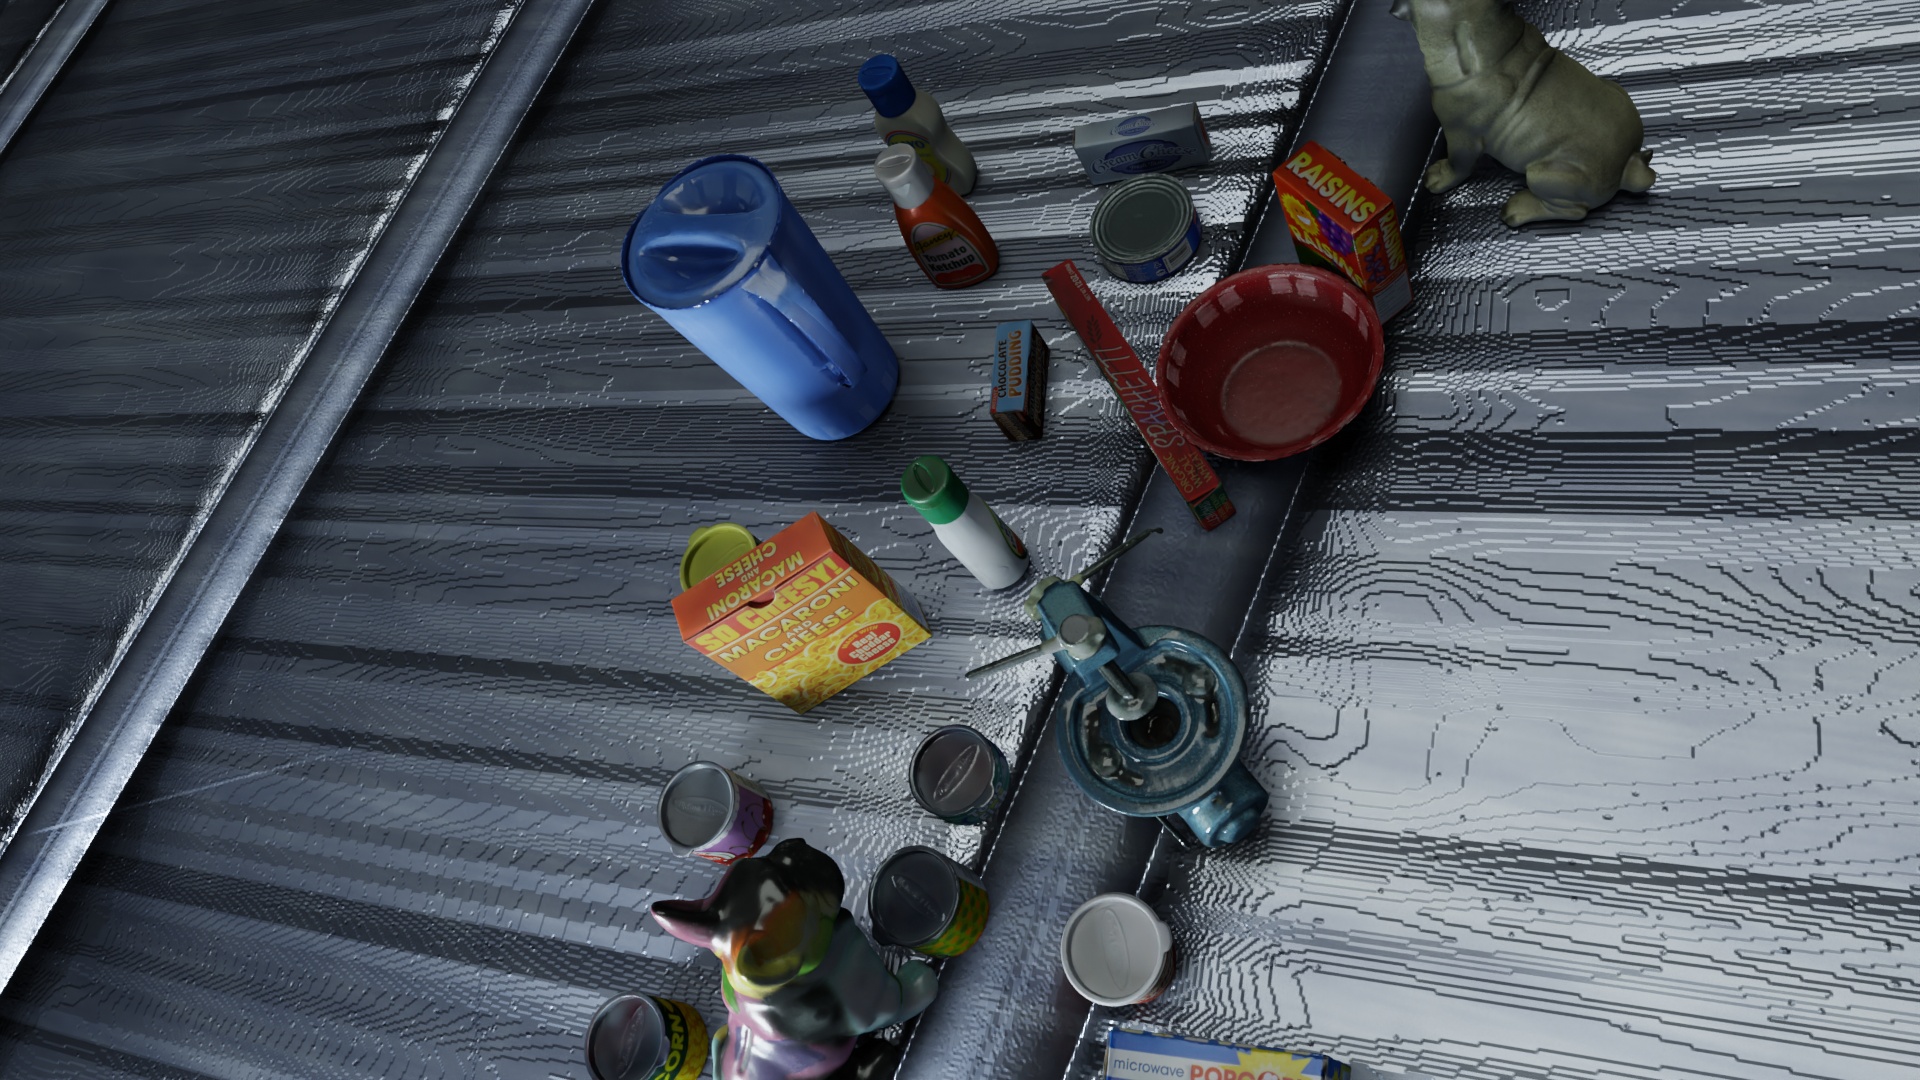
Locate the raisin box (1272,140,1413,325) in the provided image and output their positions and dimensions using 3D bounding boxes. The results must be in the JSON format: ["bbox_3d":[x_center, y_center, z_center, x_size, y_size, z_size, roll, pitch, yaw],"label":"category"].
[{"bbox_3d":[0.274,-0.216,0.988,0.040,0.123,0.086,-40,57,3],"label":"raisin box"}]

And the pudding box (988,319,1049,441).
[{"bbox_3d":[0.046,-0.126,1.092,0.030,0.049,0.084,-4,65,23],"label":"pudding box"}]

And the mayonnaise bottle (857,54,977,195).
[{"bbox_3d":[-0.040,-0.349,1.181,0.065,0.147,0.041,5,69,27],"label":"mayonnaise bottle"}]

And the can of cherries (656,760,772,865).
[{"bbox_3d":[-0.183,0.205,1.031,0.071,0.058,0.072,-10,63,20],"label":"can of cherries"}]

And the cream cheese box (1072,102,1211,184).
[{"bbox_3d":[0.149,-0.324,1.139,0.104,0.053,0.024,-5,65,22],"label":"cream cheese box"}]

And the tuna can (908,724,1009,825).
[{"bbox_3d":[0.001,0.167,0.981,0.071,0.032,0.071,-10,62,20],"label":"tuna can"}]

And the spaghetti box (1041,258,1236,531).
[{"bbox_3d":[0.131,-0.114,1.047,0.028,0.050,0.251,-32,57,8],"label":"spaghetti box"}]

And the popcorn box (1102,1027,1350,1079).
[{"bbox_3d":[0.156,0.313,0.808,0.126,0.085,0.038,-1,66,24],"label":"popcorn box"}]

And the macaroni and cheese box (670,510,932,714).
[{"bbox_3d":[-0.110,0.057,1.005,0.123,0.166,0.040,-32,57,8],"label":"macaroni and cheese box"}]

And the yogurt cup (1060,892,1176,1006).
[{"bbox_3d":[0.103,0.261,0.876,0.072,0.054,0.072,-10,63,20],"label":"yogurt cup"}]

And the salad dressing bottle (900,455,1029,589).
[{"bbox_3d":[0.004,-0.013,0.998,0.044,0.147,0.064,-36,57,5],"label":"salad dressing bottle"}]

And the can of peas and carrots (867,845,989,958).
[{"bbox_3d":[-0.022,0.247,0.937,0.071,0.058,0.071,-10,63,20],"label":"can of peas and carrots"}]

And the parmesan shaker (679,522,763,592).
[{"bbox_3d":[-0.163,0.035,1.078,0.071,0.103,0.071,-10,63,20],"label":"parmesan shaker"}]

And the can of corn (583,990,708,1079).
[{"bbox_3d":[-0.217,0.355,0.974,0.071,0.058,0.071,-10,63,20],"label":"can of corn"}]

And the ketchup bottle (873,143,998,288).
[{"bbox_3d":[-0.023,-0.264,1.131,0.064,0.148,0.044,-11,63,20],"label":"ketchup bottle"}]
